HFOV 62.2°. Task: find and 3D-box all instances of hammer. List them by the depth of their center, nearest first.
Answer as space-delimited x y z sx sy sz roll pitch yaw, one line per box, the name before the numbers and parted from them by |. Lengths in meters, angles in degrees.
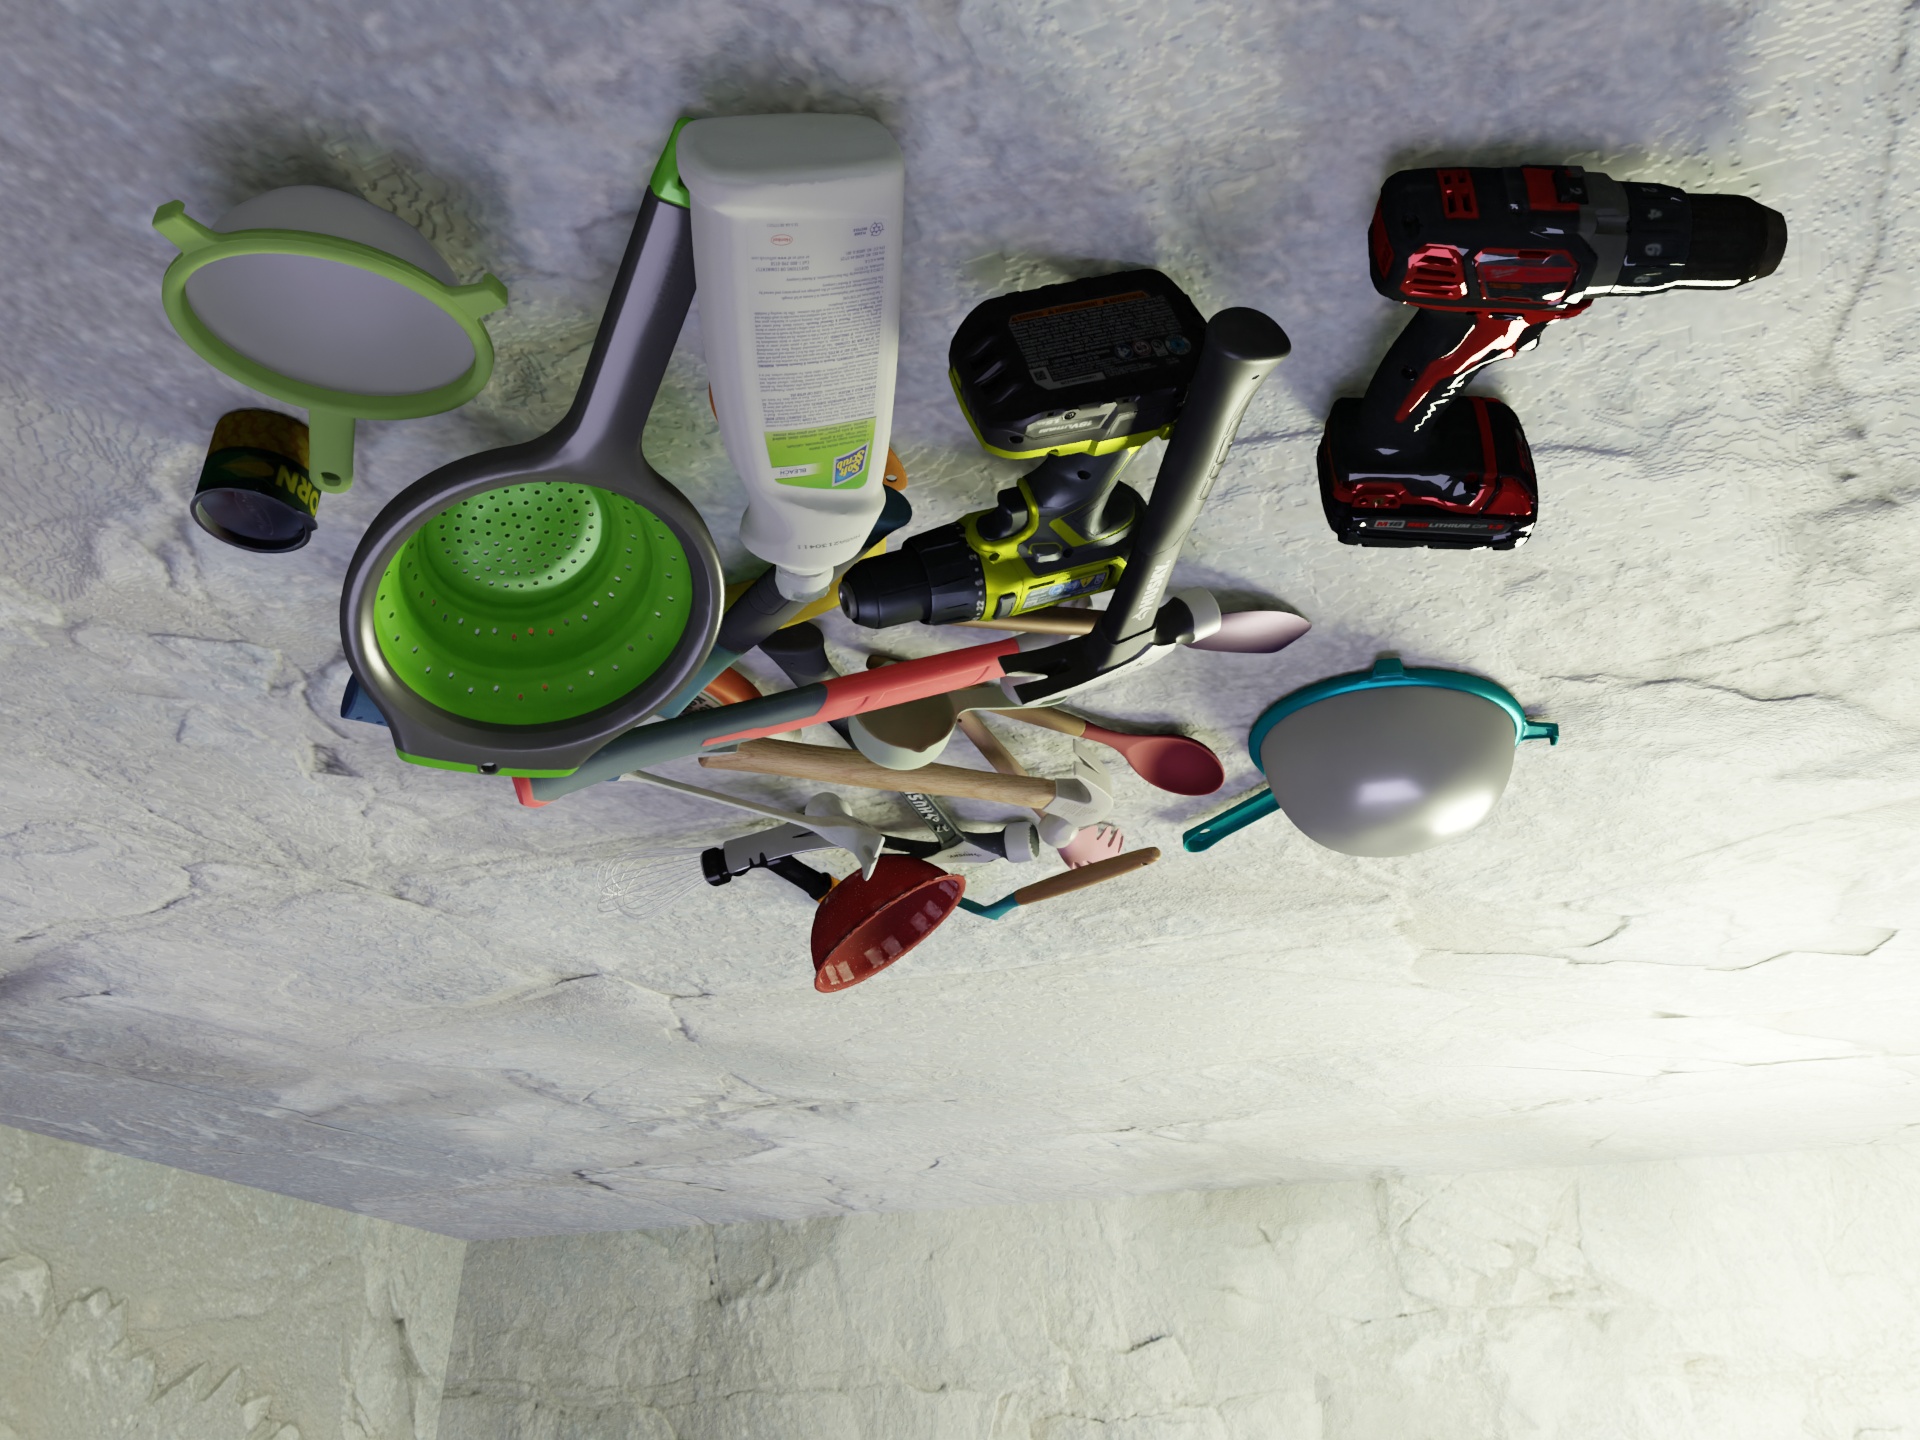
hammer | 0.106 -0.104 0.852 0.146 0.035 0.334 -23 160 -15
hammer | -0.143 -0.059 1.027 0.128 0.033 0.331 25 141 -28
hammer | -0.097 -0.017 1.030 0.386 0.038 0.143 -15 157 -21
hammer | -0.300 -0.053 1.093 0.149 0.037 0.359 -11 160 -20
hammer | -0.237 0.039 1.152 0.405 0.035 0.144 18 -175 -29
hammer | -0.035 0.042 1.220 0.331 0.031 0.130 9 149 -21
hammer | -0.064 0.031 1.277 0.149 0.036 0.408 -7 151 18
hammer | -0.113 0.155 1.467 0.127 0.034 0.336 -17 158 10

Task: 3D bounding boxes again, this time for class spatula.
spatula | 0.107 -0.063 1.039 0.315 0.018 0.059 1 154 -32
spatula | 0.070 0.143 1.433 0.082 0.044 0.317 25 151 -29

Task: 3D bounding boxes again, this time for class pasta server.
pasta server | 0.062 0.058 1.334 0.060 0.040 0.315 -12 146 23

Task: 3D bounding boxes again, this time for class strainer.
strainer | -0.321 -0.198 0.825 0.151 0.069 0.256 9 160 -19
strainer | 0.296 0.075 1.276 0.210 0.095 0.340 18 147 -29

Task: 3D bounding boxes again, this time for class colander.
colander | -0.208 -0.145 0.850 0.204 0.095 0.397 8 127 -32

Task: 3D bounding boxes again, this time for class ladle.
ladle | 0.070 0.000 1.219 0.315 0.031 0.069 17 144 -24

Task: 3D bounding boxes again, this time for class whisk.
whisk | -0.220 0.126 1.445 0.284 0.070 0.070 -19 146 26

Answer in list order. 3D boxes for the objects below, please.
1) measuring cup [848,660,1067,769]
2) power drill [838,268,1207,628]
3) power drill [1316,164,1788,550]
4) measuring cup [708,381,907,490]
measuring cup | -0.002 -0.004 1.153 0.167 0.083 0.038 -5 144 -23
power drill | 0.035 -0.130 0.869 0.190 0.080 0.228 -15 156 -19
power drill | 0.285 -0.184 0.809 0.188 0.080 0.226 1 149 0
measuring cup | -0.074 -0.161 0.888 0.095 0.052 0.173 -12 148 23
